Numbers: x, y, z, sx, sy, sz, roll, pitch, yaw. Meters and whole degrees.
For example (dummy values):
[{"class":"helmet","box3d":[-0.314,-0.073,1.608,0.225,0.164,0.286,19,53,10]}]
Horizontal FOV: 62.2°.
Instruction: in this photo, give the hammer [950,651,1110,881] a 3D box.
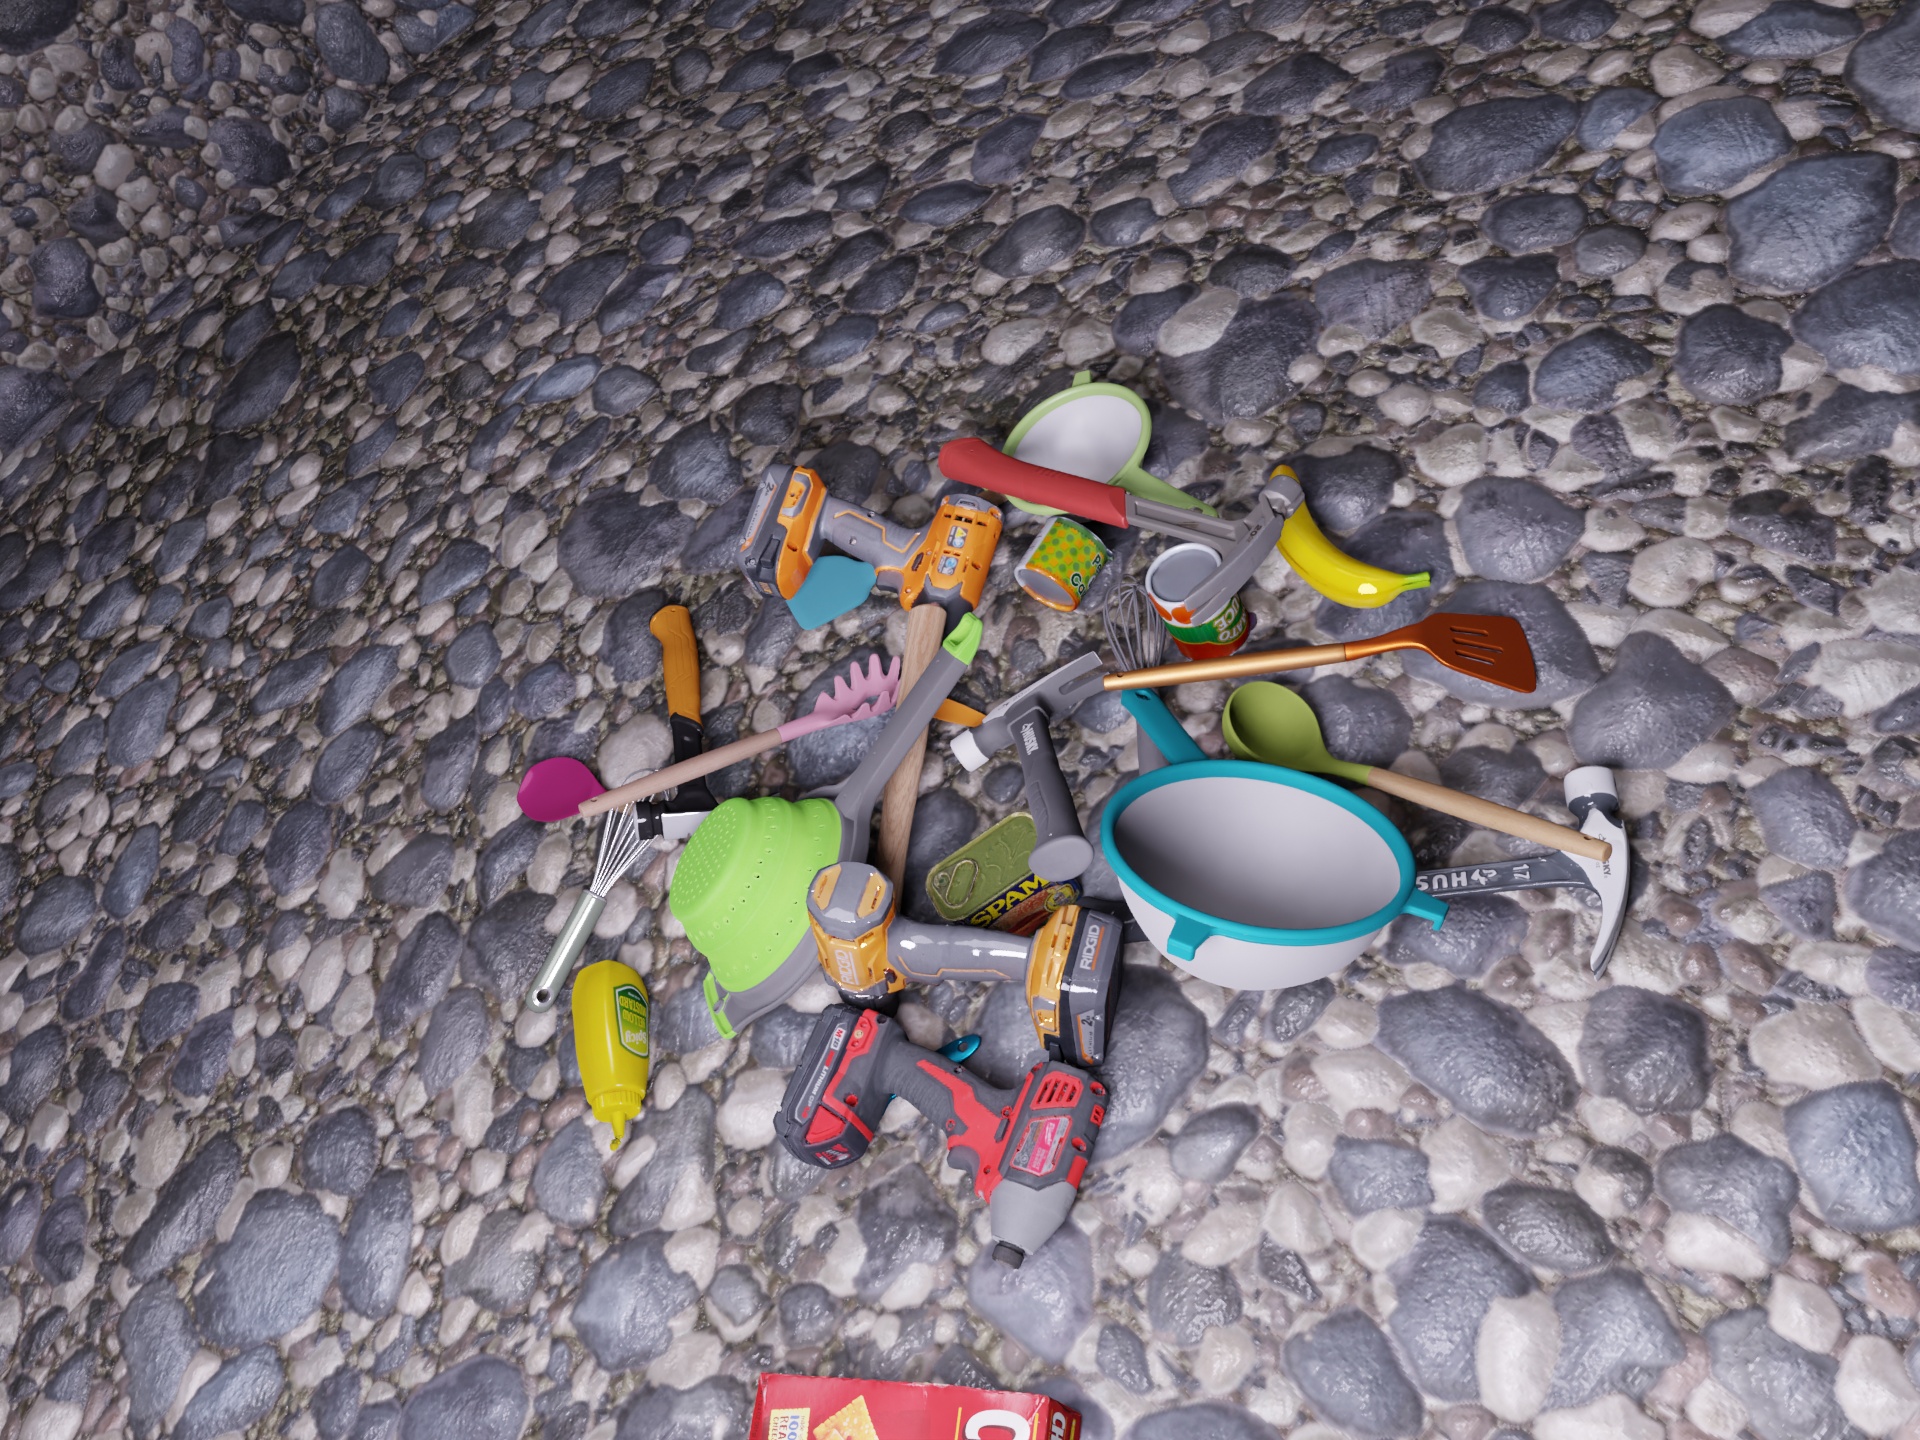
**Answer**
[{"class":"hammer","box3d":[0.067,0.037,1.202,0.146,0.035,0.335,-34,16,8]}]

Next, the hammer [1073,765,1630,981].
[{"class":"hammer","box3d":[0.267,0.132,1.149,0.409,0.036,0.149,-11,55,23]}]

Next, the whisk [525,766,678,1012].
[{"class":"whisk","box3d":[-0.328,0.152,1.444,0.246,0.057,0.059,-63,19,-11]}]

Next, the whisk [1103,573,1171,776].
[{"class":"whisk","box3d":[0.153,-0.022,1.313,0.055,0.055,0.239,-16,55,18]}]

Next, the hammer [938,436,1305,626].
[{"class":"hammer","box3d":[0.107,-0.182,1.353,0.359,0.036,0.149,23,63,42]}]

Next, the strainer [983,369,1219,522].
[{"class":"strainer","box3d":[0.147,-0.210,1.431,0.151,0.069,0.257,-47,48,-6]}]

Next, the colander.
[{"class":"colander","box3d":[-0.125,0.063,1.288,0.397,0.094,0.205,-55,26,5]}]

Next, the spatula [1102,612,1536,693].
[{"class":"spatula","box3d":[0.271,-0.042,1.222,0.322,0.041,0.081,-7,46,12]}]

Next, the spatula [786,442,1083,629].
[{"class":"spatula","box3d":[-0.025,-0.187,1.528,0.317,0.044,0.082,-29,65,5]}]

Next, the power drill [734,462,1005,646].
[{"class":"power drill","box3d":[-0.088,-0.144,1.473,0.226,0.084,0.164,13,74,12]}]

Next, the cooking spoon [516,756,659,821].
[{"class":"cooking spoon","box3d":[-0.307,0.083,1.507,0.319,0.017,0.069,9,69,33]}]

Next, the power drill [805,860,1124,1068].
[{"class":"power drill","box3d":[0.003,0.191,1.181,0.226,0.185,0.084,10,53,12]}]

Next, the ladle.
[{"class":"ladle","box3d":[0.316,0.036,1.137,0.078,0.062,0.320,-27,29,-30]}]

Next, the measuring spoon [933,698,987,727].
[{"class":"measuring spoon","box3d":[-0.002,-0.005,1.411,0.117,0.011,0.021,18,73,40]}]

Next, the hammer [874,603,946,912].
[{"class":"hammer","box3d":[-0.052,0.055,1.347,0.130,0.031,0.331,-6,64,30]}]

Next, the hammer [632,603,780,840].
[{"class":"hammer","box3d":[-0.251,-0.010,1.498,0.127,0.034,0.337,-6,38,-11]}]

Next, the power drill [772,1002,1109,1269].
[{"class":"power drill","box3d":[-0.015,0.296,1.146,0.220,0.078,0.143,13,64,23]}]

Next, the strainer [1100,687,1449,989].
[{"class":"strainer","box3d":[0.180,0.088,1.141,0.211,0.095,0.341,-5,29,-15]}]

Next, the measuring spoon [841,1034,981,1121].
[{"class":"measuring spoon","box3d":[-0.043,0.273,1.225,0.128,0.021,0.042,-31,48,6]}]

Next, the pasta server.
[{"class":"pasta server","box3d":[-0.186,0.016,1.399,0.316,0.040,0.060,-22,39,-22]}]
